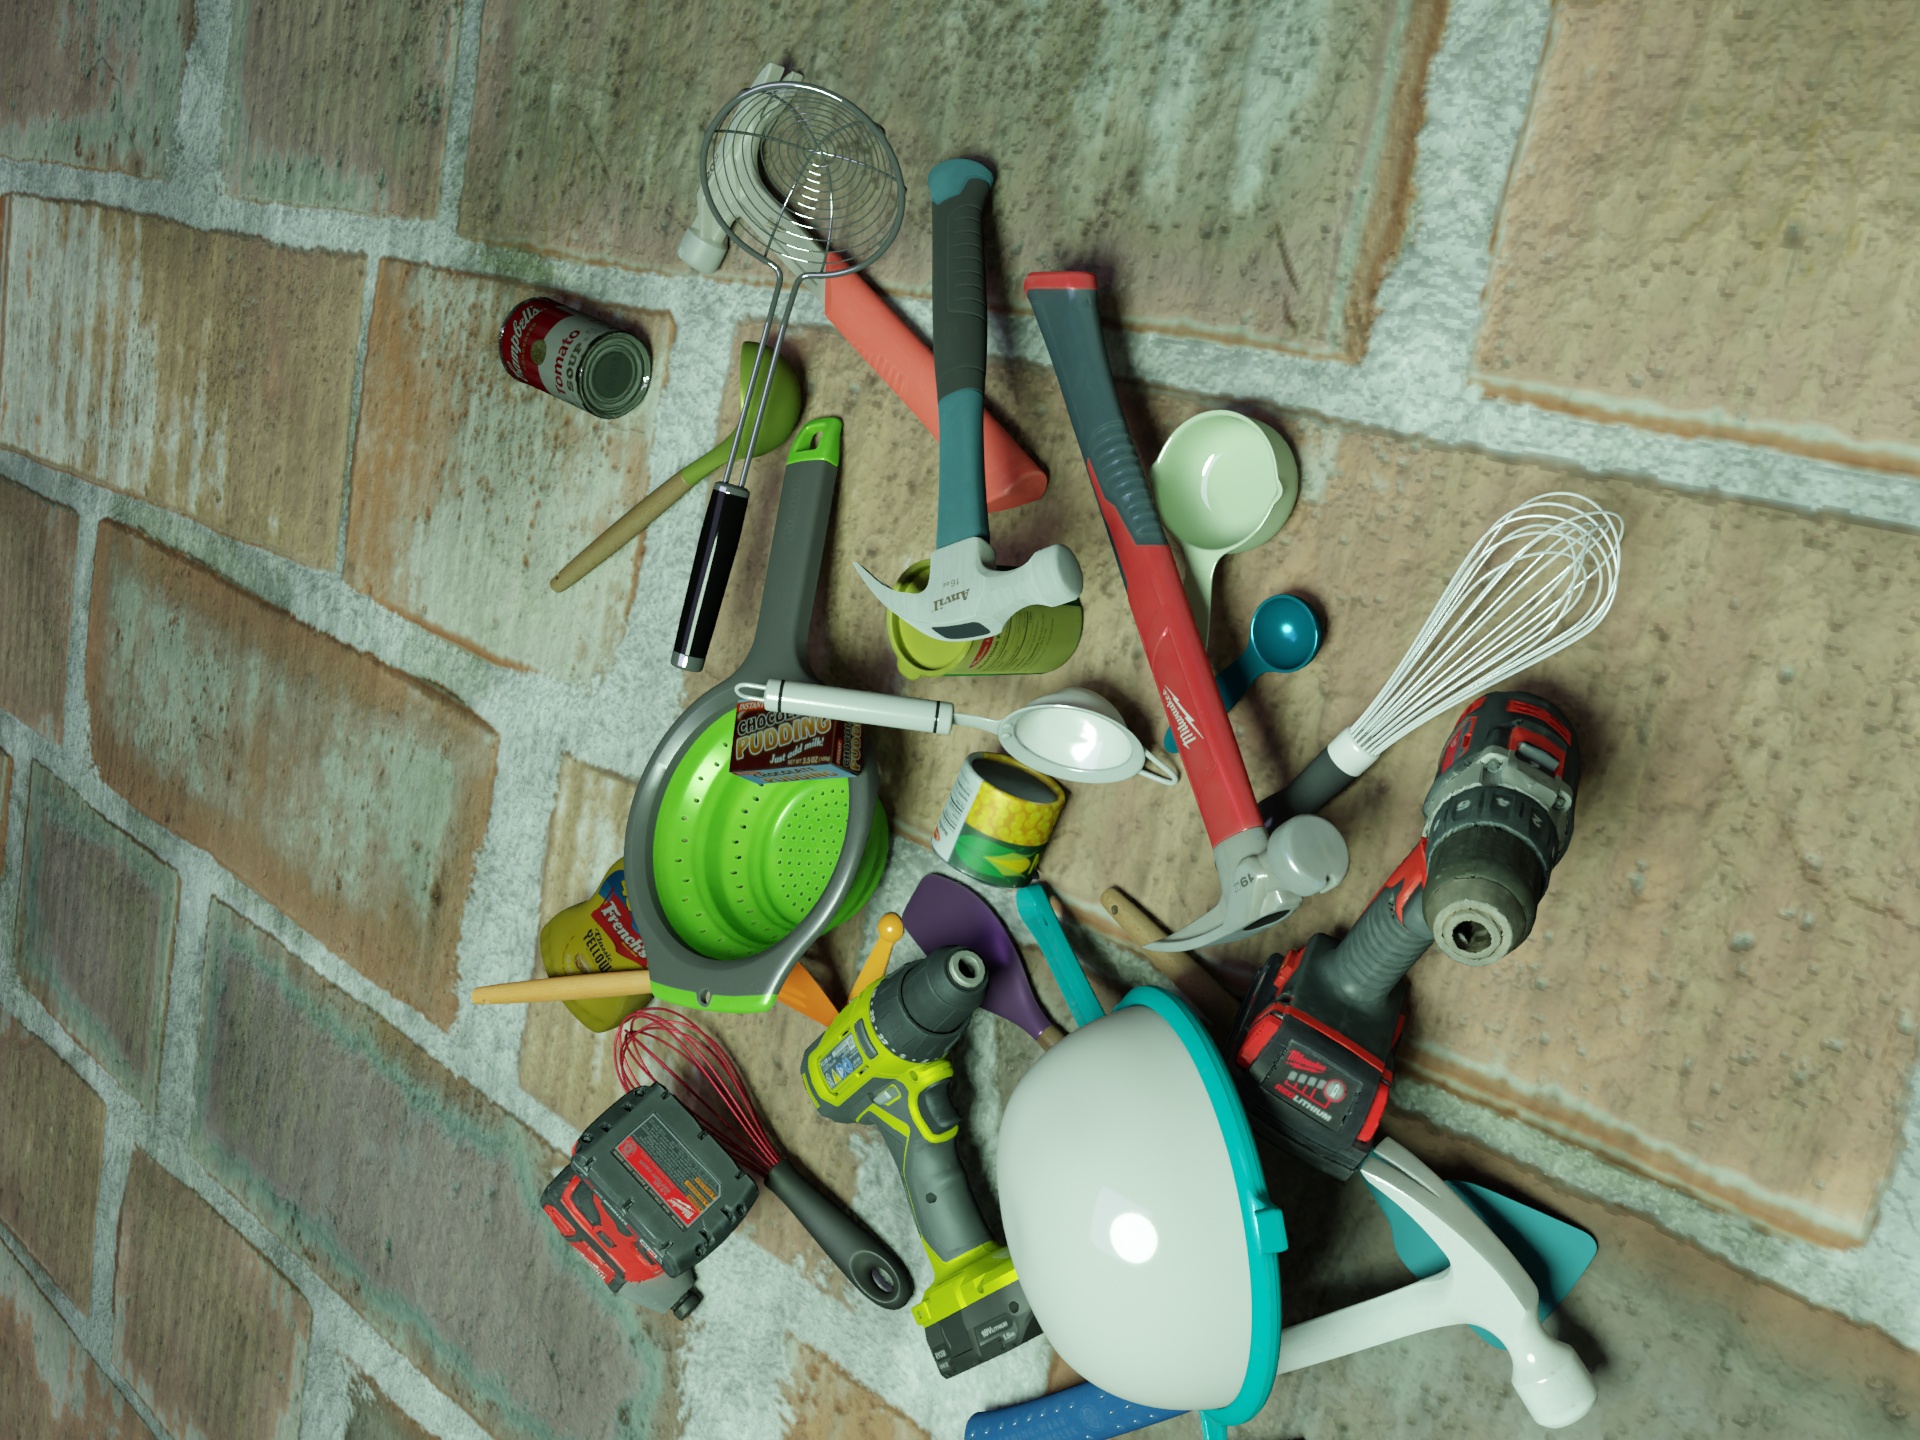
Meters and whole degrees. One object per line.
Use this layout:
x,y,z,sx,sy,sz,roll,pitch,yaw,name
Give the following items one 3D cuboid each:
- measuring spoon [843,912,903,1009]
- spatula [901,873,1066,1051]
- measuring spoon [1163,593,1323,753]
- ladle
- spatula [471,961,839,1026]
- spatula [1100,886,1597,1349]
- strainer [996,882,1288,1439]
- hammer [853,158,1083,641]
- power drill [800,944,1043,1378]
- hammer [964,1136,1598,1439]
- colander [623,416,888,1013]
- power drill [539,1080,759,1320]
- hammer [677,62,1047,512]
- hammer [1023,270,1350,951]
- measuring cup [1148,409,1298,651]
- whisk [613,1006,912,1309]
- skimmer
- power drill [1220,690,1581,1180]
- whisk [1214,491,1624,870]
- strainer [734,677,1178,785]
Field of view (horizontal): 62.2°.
-0.065,0.179,1.065,0.021,0.011,0.117,36,114,32,measuring spoon
0.069,0.204,0.953,0.316,0.018,0.059,44,117,30,spatula
0.156,-0.022,0.876,0.128,0.021,0.042,-49,63,40,measuring spoon
-0.221,-0.169,1.150,0.320,0.062,0.078,-29,51,40,ladle
-0.225,0.192,1.127,0.322,0.041,0.080,-9,130,26,spatula
0.186,0.195,0.855,0.318,0.044,0.082,45,119,34,spatula
0.054,0.206,0.832,0.341,0.095,0.210,-116,24,-51,strainer
0.002,-0.192,0.901,0.128,0.033,0.331,-18,58,30,hammer
-0.003,0.258,0.957,0.190,0.080,0.229,-49,62,47,power drill
0.135,0.352,0.871,0.405,0.035,0.144,-39,80,39,hammer
-0.102,-0.002,1.051,0.204,0.094,0.397,-1,74,36,colander
-0.223,0.351,1.124,0.143,0.078,0.219,45,144,8,power drill
-0.058,-0.267,1.022,0.359,0.036,0.149,50,121,26,hammer
0.094,-0.070,0.856,0.143,0.038,0.387,-45,55,55,hammer
0.140,-0.084,0.869,0.083,0.038,0.167,16,104,38,measuring cup
-0.142,0.303,1.109,0.296,0.073,0.073,37,114,26,whisk
-0.131,-0.201,0.985,0.127,0.090,0.363,16,100,-3,skimmer
0.200,0.106,0.724,0.080,0.188,0.226,31,122,8,power drill
0.220,-0.005,0.799,0.284,0.070,0.070,-50,62,36,whisk
-0.001,-0.003,0.914,0.086,0.258,0.050,100,178,-61,strainer
